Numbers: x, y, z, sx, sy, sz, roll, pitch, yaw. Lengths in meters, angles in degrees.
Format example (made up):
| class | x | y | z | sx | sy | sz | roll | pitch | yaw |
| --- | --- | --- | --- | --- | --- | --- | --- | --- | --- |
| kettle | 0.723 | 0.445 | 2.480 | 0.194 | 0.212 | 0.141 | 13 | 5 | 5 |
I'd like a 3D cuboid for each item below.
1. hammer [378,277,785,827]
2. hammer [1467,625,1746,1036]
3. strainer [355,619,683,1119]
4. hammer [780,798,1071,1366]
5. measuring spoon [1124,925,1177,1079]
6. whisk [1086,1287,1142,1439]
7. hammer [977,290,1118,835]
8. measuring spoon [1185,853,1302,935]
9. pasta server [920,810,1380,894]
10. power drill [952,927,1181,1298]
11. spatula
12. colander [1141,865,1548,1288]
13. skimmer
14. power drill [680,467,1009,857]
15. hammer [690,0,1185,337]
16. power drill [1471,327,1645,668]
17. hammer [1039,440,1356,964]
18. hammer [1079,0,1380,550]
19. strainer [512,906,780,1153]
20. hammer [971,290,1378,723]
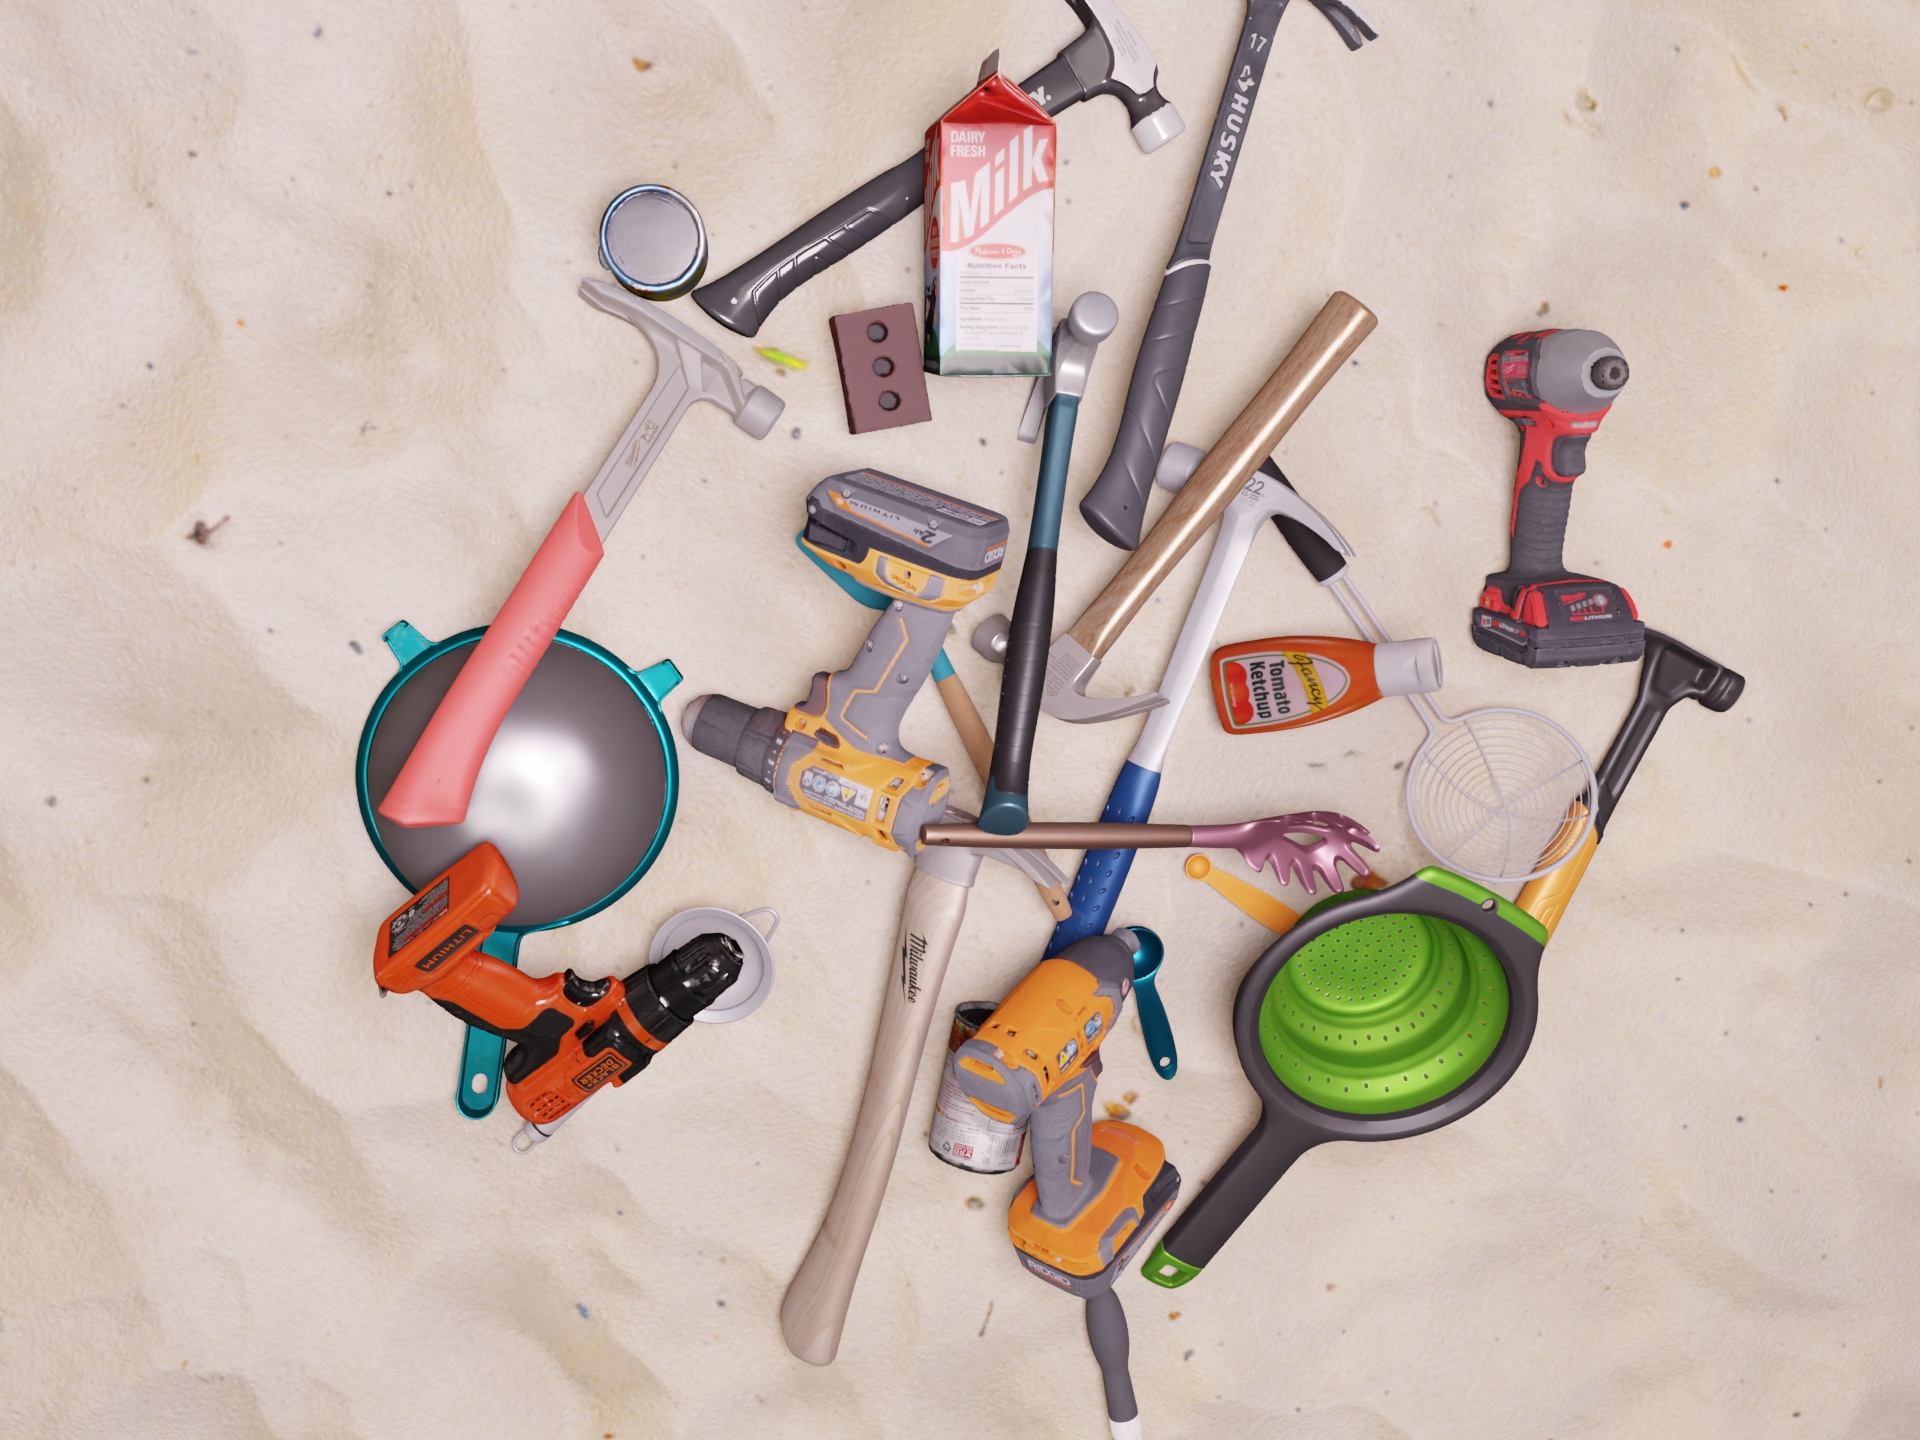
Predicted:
| class | x | y | z | sx | sy | sz | roll | pitch | yaw |
| --- | --- | --- | --- | --- | --- | --- | --- | --- | --- |
| hammer | -0.256 | -0.097 | 0.982 | 0.149 | 0.037 | 0.359 | 32 | 74 | -12 |
| hammer | 0.441 | 0.091 | 1.162 | 0.127 | 0.034 | 0.337 | 25 | 95 | -11 |
| strainer | -0.300 | 0.108 | 1.033 | 0.211 | 0.095 | 0.340 | 8 | 96 | -9 |
| hammer | -0.043 | 0.261 | 1.092 | 0.146 | 0.038 | 0.410 | 22 | 102 | 30 |
| measuring spoon | 0.134 | 0.203 | 1.150 | 0.042 | 0.021 | 0.128 | -19 | 110 | -5 |
| whisk | 0.128 | 0.554 | 1.185 | 0.070 | 0.070 | 0.284 | -11 | 95 | -6 |
| hammer | 0.049 | -0.093 | 1.002 | 0.033 | 0.128 | 0.331 | 10 | 80 | -8 |
| measuring spoon | 0.209 | 0.129 | 1.150 | 0.117 | 0.011 | 0.021 | 32 | 93 | -15 |
| pasta server | 0.127 | 0.080 | 1.040 | 0.316 | 0.040 | 0.060 | 2 | 125 | -19 |
| power drill | 0.083 | 0.257 | 1.072 | 0.164 | 0.084 | 0.226 | -40 | 128 | -37 |
| spatula | -0.002 | -0.003 | 1.071 | 0.082 | 0.044 | 0.317 | -26 | 94 | 11 |
| colander | 0.246 | 0.250 | 1.143 | 0.204 | 0.095 | 0.397 | 28 | 112 | -13 |
| skimmer | 0.299 | -0.049 | 1.091 | 0.127 | 0.090 | 0.363 | -37 | 101 | 6 |
| power drill | -0.078 | -0.044 | 1.019 | 0.185 | 0.084 | 0.226 | 21 | 110 | 14 |
| hammer | -0.028 | -0.357 | 1.029 | 0.335 | 0.035 | 0.146 | -34 | 102 | -1 |
| power drill | 0.402 | -0.151 | 1.065 | 0.078 | 0.143 | 0.219 | -4 | 102 | -5 |
| hammer | 0.135 | 0.024 | 1.087 | 0.144 | 0.035 | 0.405 | 25 | 101 | 25 |
| hammer | 0.156 | -0.307 | 1.022 | 0.149 | 0.036 | 0.409 | 17 | 87 | -20 |
| strainer | -0.217 | 0.209 | 1.089 | 0.258 | 0.050 | 0.087 | -43 | 100 | 6 |
| hammer | 0.154 | -0.135 | 1.036 | 0.130 | 0.031 | 0.331 | 43 | 100 | 23 |
